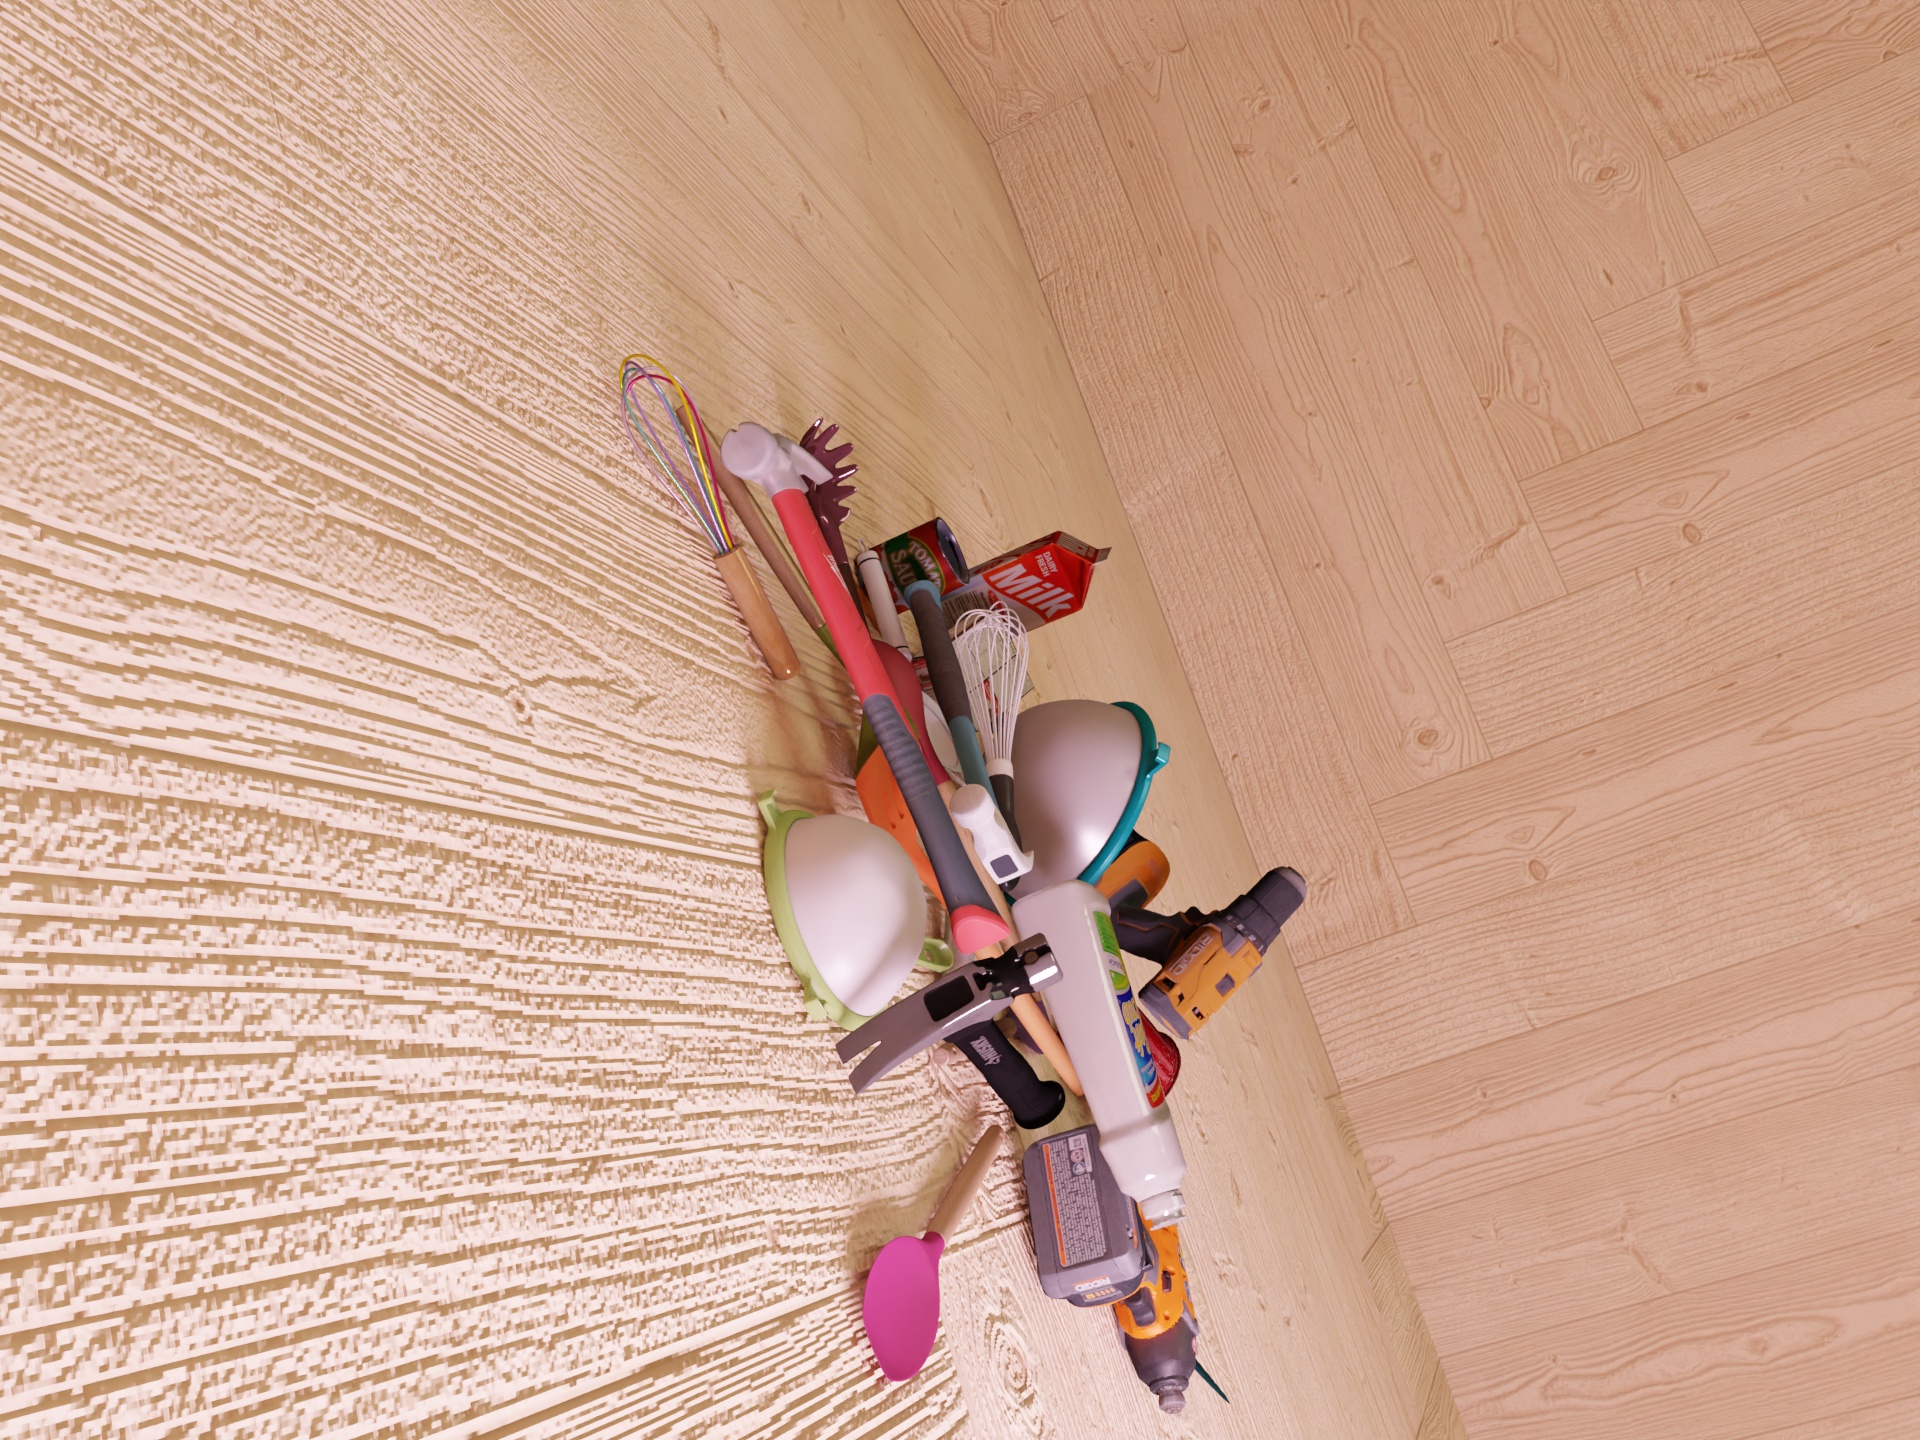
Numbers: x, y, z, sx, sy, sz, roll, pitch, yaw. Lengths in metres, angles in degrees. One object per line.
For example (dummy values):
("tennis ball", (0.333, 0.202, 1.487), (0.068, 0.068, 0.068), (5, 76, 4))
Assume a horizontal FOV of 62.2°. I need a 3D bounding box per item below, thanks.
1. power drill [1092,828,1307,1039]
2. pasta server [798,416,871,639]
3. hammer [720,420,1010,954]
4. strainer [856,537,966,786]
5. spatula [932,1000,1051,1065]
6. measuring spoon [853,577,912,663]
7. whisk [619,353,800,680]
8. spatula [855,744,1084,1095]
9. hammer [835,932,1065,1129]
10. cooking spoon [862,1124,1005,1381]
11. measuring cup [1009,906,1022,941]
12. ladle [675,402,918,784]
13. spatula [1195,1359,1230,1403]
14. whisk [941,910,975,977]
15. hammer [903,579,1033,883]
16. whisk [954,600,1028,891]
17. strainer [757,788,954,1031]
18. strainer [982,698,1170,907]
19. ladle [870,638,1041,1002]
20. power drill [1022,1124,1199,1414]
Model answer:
("power drill", (0.204, 0.178, 1.503), (0.084, 0.185, 0.226), (51, -9, -35))
("pasta server", (-0.087, -0.107, 1.321), (0.060, 0.040, 0.316), (16, 53, -56))
("hammer", (-0.056, -0.022, 1.108), (0.386, 0.038, 0.143), (66, 12, 9))
("strainer", (-0.050, -0.046, 1.347), (0.086, 0.050, 0.259), (20, 45, -56))
("spatula", (0.032, 0.248, 1.261), (0.060, 0.018, 0.315), (70, 14, 10))
("measuring spoon", (-0.071, -0.090, 1.400), (0.116, 0.011, 0.021), (56, 19, -37))
("whisk", (-0.166, -0.134, 1.076), (0.051, 0.047, 0.244), (-83, 150, -64))
("spatula", (0.014, 0.153, 1.177), (0.322, 0.041, 0.081), (56, 39, -15))
("hammer", (0.021, 0.236, 1.092), (0.035, 0.146, 0.334), (63, -1, 27))
("cooking spoon", (-0.011, 0.320, 1.007), (0.069, 0.017, 0.319), (68, 15, -1))
("measuring cup", (0.067, 0.139, 1.454), (0.038, 0.083, 0.168), (37, 23, -43))
("ladle", (-0.126, -0.086, 1.170), (0.320, 0.062, 0.078), (58, 16, -9))
("spatula", (0.178, 0.454, 1.426), (0.082, 0.044, 0.318), (52, 20, -35))
("whisk", (0.002, 0.144, 1.256), (0.247, 0.058, 0.059), (-86, -178, -51))
("hammer", (-0.002, -0.004, 1.263), (0.331, 0.033, 0.128), (-106, 171, -47))
("whisk", (0.031, 0.018, 1.331), (0.070, 0.070, 0.285), (50, 30, -49))
("strainer", (-0.040, 0.134, 1.071), (0.256, 0.069, 0.152), (35, 35, -61))
("strainer", (0.053, 0.037, 1.447), (0.095, 0.211, 0.341), (30, 9, -23))
("ladle", (-0.005, 0.074, 1.241), (0.315, 0.031, 0.069), (66, 15, 7))
("power drill", (0.126, 0.424, 1.221), (0.226, 0.084, 0.164), (57, 18, -46))
